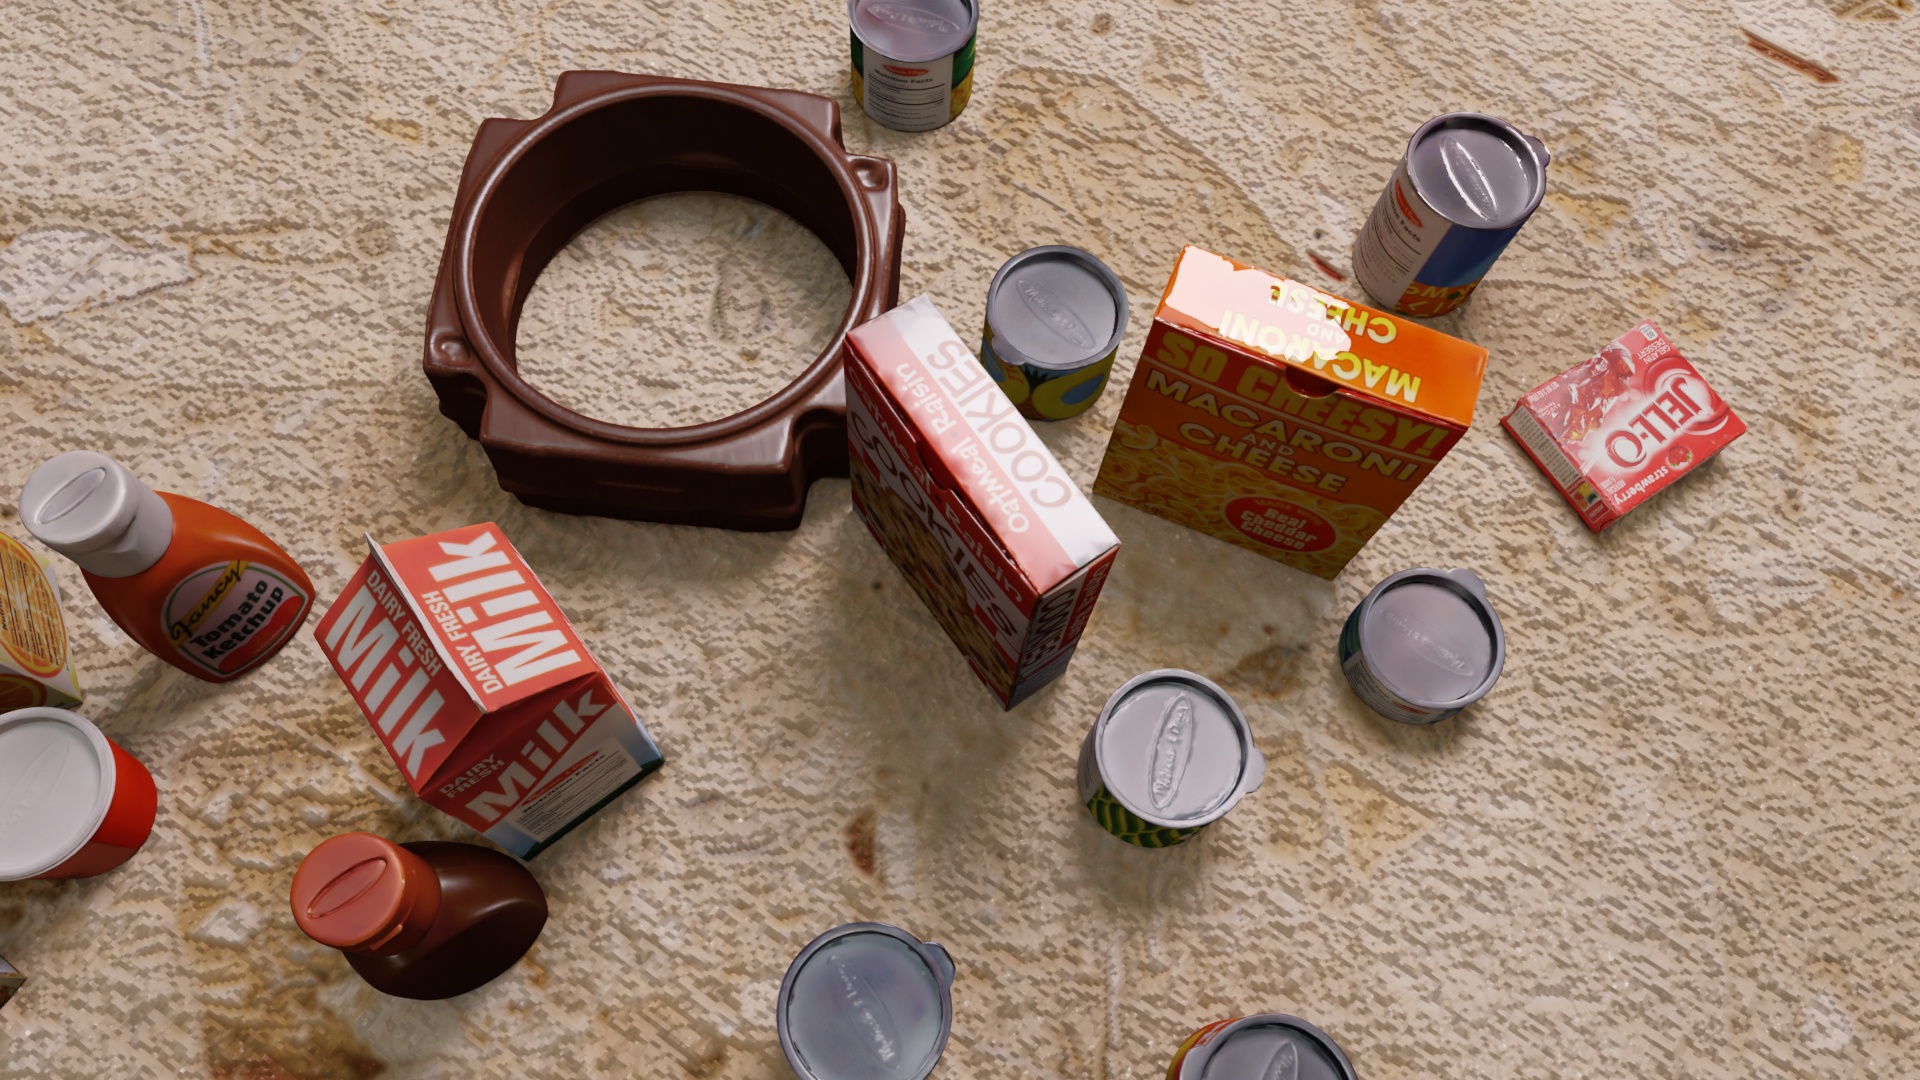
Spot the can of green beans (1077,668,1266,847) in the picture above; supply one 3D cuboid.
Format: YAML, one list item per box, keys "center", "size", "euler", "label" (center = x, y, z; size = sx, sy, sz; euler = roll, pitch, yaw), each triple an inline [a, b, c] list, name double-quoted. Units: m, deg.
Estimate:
- center: [0.086, 0.094, 0.591]
  size: [0.071, 0.057, 0.071]
  euler: [1, 69, -3]
  label: "can of green beans"

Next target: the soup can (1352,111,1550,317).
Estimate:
- center: [0.240, -0.159, 0.684]
  size: [0.071, 0.083, 0.071]
  euler: [1, 69, -3]
  label: "soup can"

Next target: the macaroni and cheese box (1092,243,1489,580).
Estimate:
- center: [0.130, -0.046, 0.590]
  size: [0.124, 0.166, 0.040]
  euler: [21, 70, 5]
  label: "macaroni and cheese box"

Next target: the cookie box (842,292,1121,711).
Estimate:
- center: [0.002, -0.007, 0.567]
  size: [0.040, 0.166, 0.123]
  euler: [-33, 74, -14]
  label: "cookie box"

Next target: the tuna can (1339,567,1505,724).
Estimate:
- center: [0.210, 0.046, 0.630]
  size: [0.071, 0.032, 0.071]
  euler: [1, 69, -3]
  label: "tuna can"

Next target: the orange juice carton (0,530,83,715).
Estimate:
- center: [-0.422, 0.019, 0.521]
  size: [0.072, 0.192, 0.073]
  euler: [-21, 72, -11]
  label: "orange juice carton"

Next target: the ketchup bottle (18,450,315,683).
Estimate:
- center: [-0.315, 0.010, 0.553]
  size: [0.043, 0.148, 0.065]
  euler: [38, 72, 11]
  label: "ketchup bottle"

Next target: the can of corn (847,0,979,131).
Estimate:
- center: [-0.024, -0.258, 0.722]
  size: [0.071, 0.058, 0.071]
  euler: [1, 69, -3]
  label: "can of corn"

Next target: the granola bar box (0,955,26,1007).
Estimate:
- center: [-0.435, 0.209, 0.483]
  size: [0.039, 0.123, 0.166]
  euler: [33, 71, 9]
  label: "granola bar box"

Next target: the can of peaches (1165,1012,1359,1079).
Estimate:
- center: [0.115, 0.219, 0.544]
  size: [0.071, 0.058, 0.071]
  euler: [1, 69, -3]
  label: "can of peaches"

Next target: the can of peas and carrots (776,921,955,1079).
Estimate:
- center: [-0.035, 0.185, 0.548]
  size: [0.071, 0.058, 0.071]
  euler: [1, 69, -3]
  label: "can of peas and carrots"

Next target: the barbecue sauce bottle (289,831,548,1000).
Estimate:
- center: [-0.198, 0.137, 0.510]
  size: [0.065, 0.148, 0.044]
  euler: [-35, 75, -15]
  label: "barbecue sauce bottle"

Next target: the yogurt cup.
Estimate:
- center: [-0.367, 0.106, 0.564]
  size: [0.072, 0.053, 0.072]
  euler: [1, 69, -3]
  label: "yogurt cup"

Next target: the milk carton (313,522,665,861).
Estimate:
- center: [-0.173, 0.057, 0.520]
  size: [0.073, 0.189, 0.072]
  euler: [-36, 75, -15]
  label: "milk carton"

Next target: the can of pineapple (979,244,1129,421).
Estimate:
- center: [0.042, -0.097, 0.663]
  size: [0.071, 0.057, 0.071]
  euler: [1, 69, -3]
  label: "can of pineapple"
